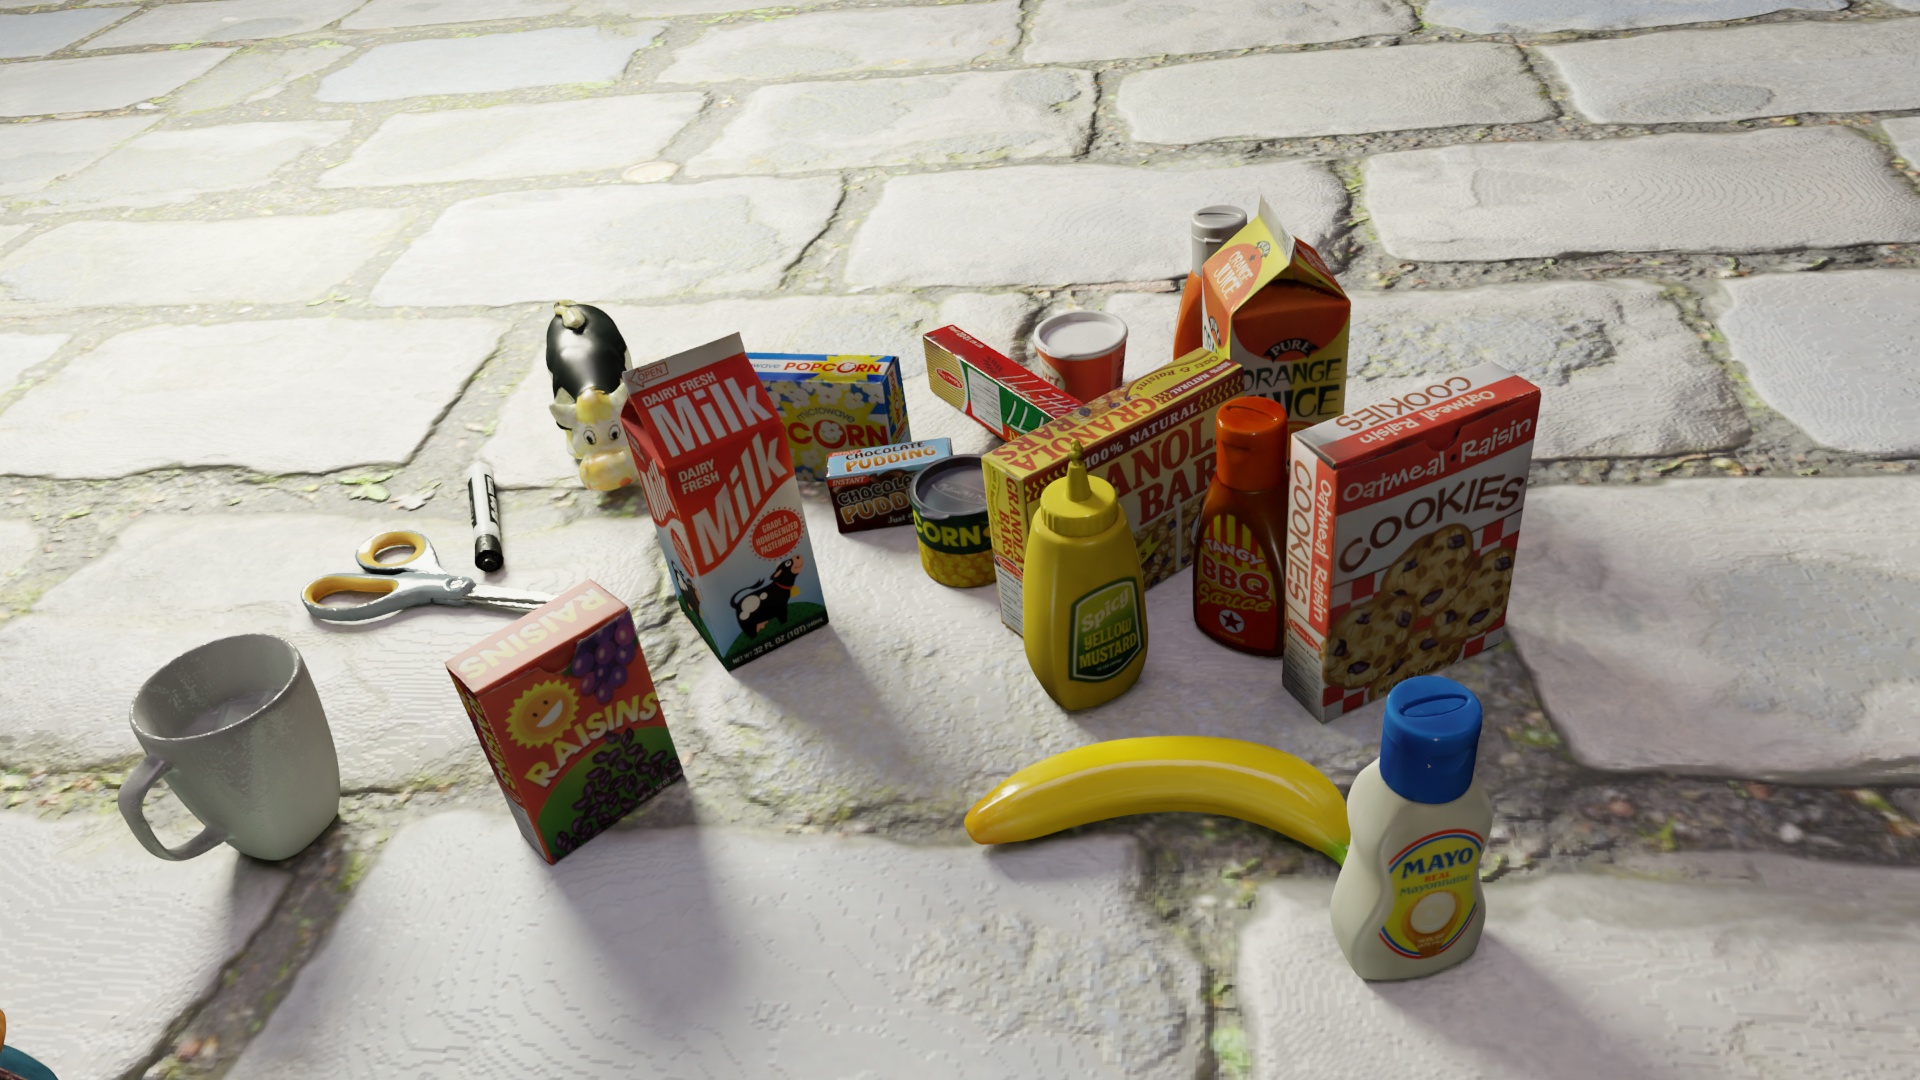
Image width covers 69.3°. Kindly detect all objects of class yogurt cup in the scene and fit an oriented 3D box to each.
[{"bbox_3d":[0.089,-0.129,1.011,0.072,0.053,0.073,-5,37,4],"label":"yogurt cup"}]

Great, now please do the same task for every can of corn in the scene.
[{"bbox_3d":[0.003,-0.011,0.865,0.071,0.058,0.071,-5,37,4],"label":"can of corn"}]

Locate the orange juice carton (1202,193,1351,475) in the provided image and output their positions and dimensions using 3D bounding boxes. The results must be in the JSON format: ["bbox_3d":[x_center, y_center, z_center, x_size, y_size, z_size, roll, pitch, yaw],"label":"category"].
[{"bbox_3d":[0.192,-0.110,0.852,0.073,0.191,0.072,-8,37,0],"label":"orange juice carton"}]

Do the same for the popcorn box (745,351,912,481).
[{"bbox_3d":[-0.102,-0.085,0.960,0.127,0.084,0.038,3,38,14],"label":"popcorn box"}]

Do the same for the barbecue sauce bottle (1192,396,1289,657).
[{"bbox_3d":[0.158,-0.007,0.758,0.065,0.147,0.044,21,46,33],"label":"barbecue sauce bottle"}]

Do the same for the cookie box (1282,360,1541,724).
[{"bbox_3d":[0.230,0.003,0.716,0.123,0.166,0.040,-20,38,-16],"label":"cookie box"}]

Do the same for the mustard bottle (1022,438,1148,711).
[{"bbox_3d":[0.064,0.017,0.733,0.065,0.159,0.049,-23,39,-19],"label":"mustard bottle"}]

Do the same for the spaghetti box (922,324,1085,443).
[{"bbox_3d":[0.055,-0.082,0.958,0.029,0.050,0.251,-27,41,-24],"label":"spaghetti box"}]

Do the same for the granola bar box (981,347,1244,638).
[{"bbox_3d":[0.095,-0.025,0.813,0.166,0.123,0.039,-28,41,-25],"label":"granola bar box"}]

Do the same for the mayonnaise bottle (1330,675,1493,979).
[{"bbox_3d":[0.191,0.122,0.580,0.065,0.147,0.041,-11,37,-5],"label":"mayonnaise bottle"}]

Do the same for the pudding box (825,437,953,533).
[{"bbox_3d":[-0.044,-0.037,0.915,0.084,0.049,0.030,-8,37,0],"label":"pudding box"}]

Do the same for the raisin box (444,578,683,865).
[{"bbox_3d":[-0.199,0.093,0.709,0.086,0.122,0.040,-33,43,-29],"label":"raisin box"}]

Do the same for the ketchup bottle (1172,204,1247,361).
[{"bbox_3d":[0.177,-0.153,0.948,0.065,0.148,0.044,7,39,19],"label":"ketchup bottle"}]

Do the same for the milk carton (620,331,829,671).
[{"bbox_3d":[-0.138,-0.026,0.801,0.072,0.189,0.073,-25,40,-21],"label":"milk carton"}]
